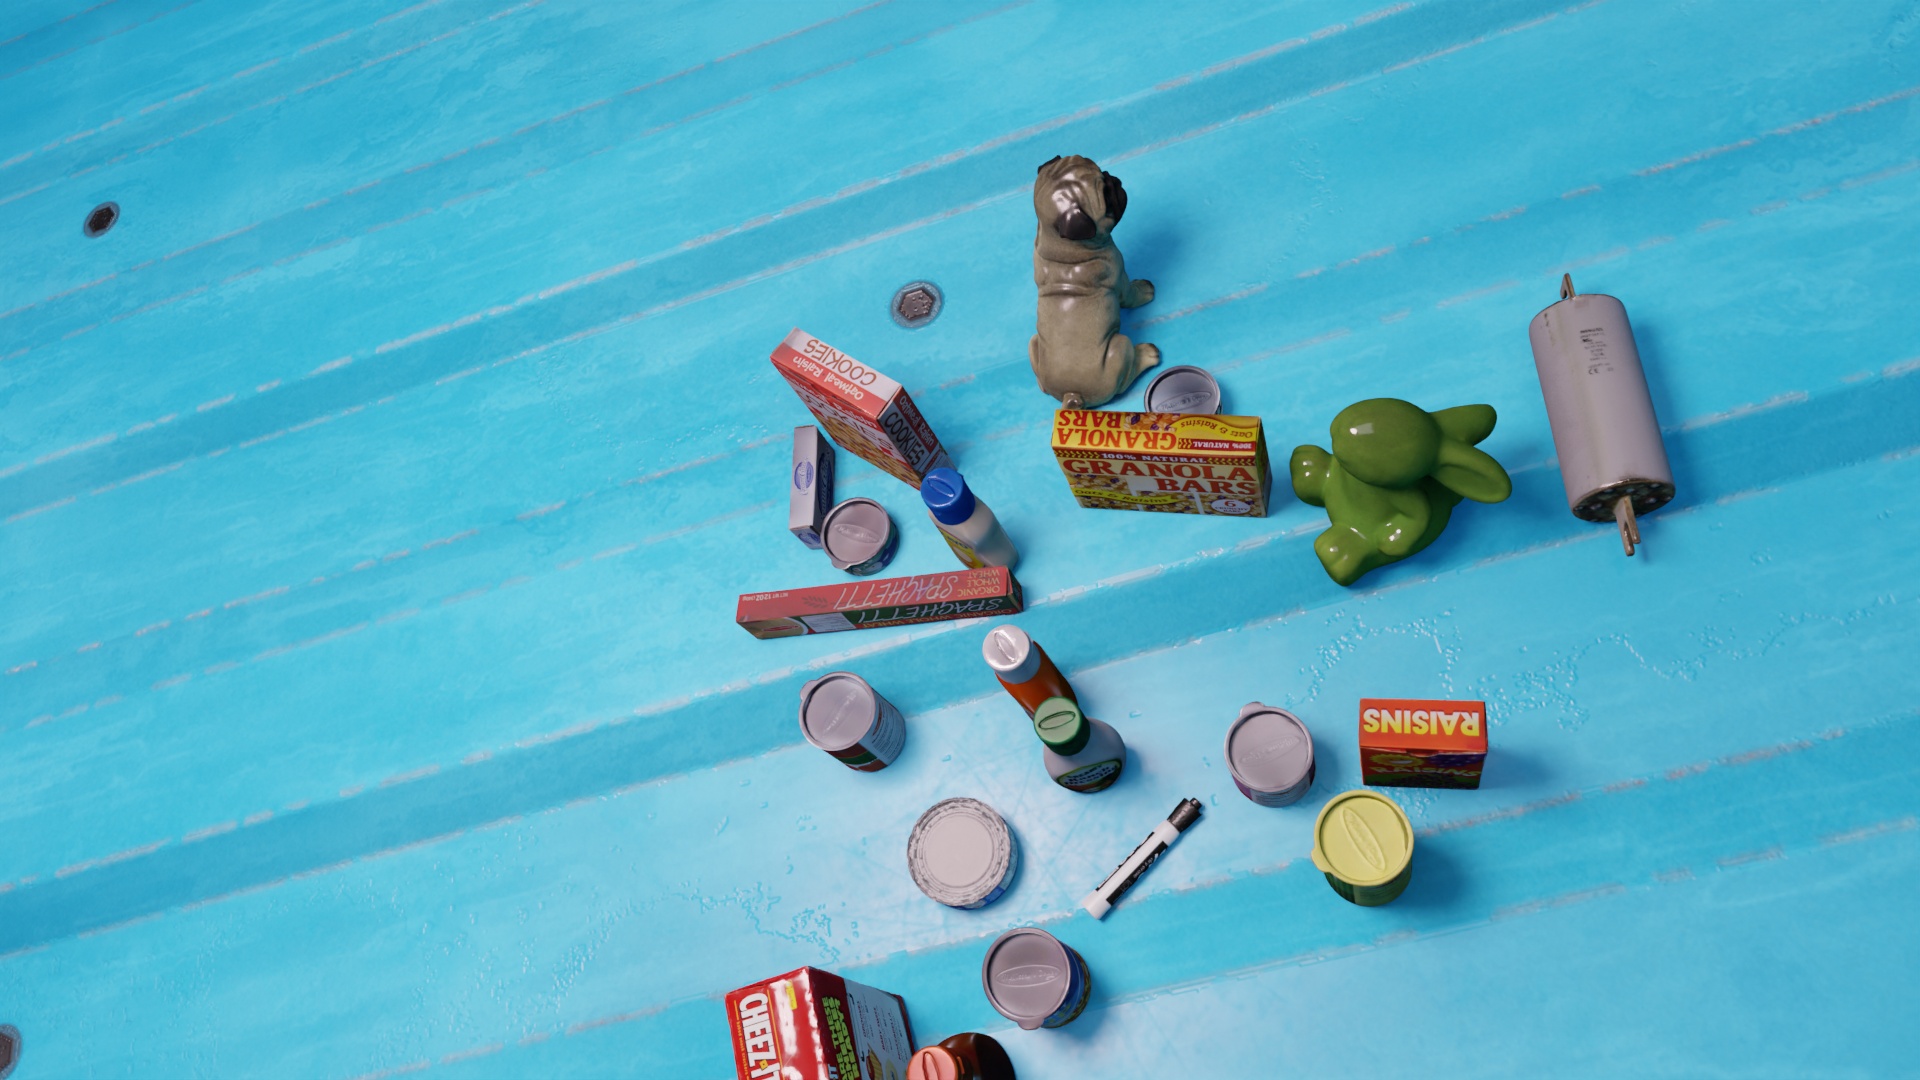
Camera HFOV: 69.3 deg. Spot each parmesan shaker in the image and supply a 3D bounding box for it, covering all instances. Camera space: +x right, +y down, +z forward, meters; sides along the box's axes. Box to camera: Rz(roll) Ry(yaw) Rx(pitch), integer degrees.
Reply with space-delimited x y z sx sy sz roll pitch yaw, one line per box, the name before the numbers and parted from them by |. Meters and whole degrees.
parmesan shaker | 0.288 0.224 0.999 0.071 0.103 0.071 -6 66 14

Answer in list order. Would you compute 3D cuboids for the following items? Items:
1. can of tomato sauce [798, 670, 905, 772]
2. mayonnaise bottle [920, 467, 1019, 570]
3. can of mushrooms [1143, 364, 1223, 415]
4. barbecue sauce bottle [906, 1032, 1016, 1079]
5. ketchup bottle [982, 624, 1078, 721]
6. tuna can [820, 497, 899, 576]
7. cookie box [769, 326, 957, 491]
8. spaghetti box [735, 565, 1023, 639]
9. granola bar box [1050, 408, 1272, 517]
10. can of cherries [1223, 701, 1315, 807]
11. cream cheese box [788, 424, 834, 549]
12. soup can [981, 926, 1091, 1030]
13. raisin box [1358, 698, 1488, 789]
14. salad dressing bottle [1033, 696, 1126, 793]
can of tomato sauce | -0.091 0.152 1.157 0.071 0.083 0.071 -6 66 14
mayonnaise bottle | 0.004 -0.015 1.164 0.065 0.147 0.041 31 80 26
can of mushrooms | 0.196 -0.115 1.215 0.071 0.033 0.071 -6 66 14
barbecue sauce bottle | 0.001 0.383 0.991 0.043 0.148 0.065 -21 63 7
ketchup bottle | 0.054 0.106 1.096 0.043 0.148 0.065 -35 62 0
tuna can | -0.091 -0.001 1.252 0.071 0.032 0.071 -6 66 14
cookie box | -0.083 -0.108 1.220 0.123 0.167 0.040 30 79 26
spaghetti box | -0.071 0.055 1.211 0.250 0.050 0.029 -7 66 14
granola bar box | 0.168 -0.062 1.149 0.165 0.124 0.039 4 69 18
can of cherries | 0.238 0.164 1.066 0.071 0.058 0.072 -6 66 14
cream cheese box | -0.135 -0.048 1.274 0.024 0.053 0.104 -7 66 14
soup can | 0.058 0.330 1.034 0.071 0.083 0.071 -6 66 14
raisin box | 0.333 0.149 1.007 0.086 0.123 0.040 0 68 17
salad dressing bottle | 0.089 0.156 1.064 0.064 0.147 0.044 -19 64 9
